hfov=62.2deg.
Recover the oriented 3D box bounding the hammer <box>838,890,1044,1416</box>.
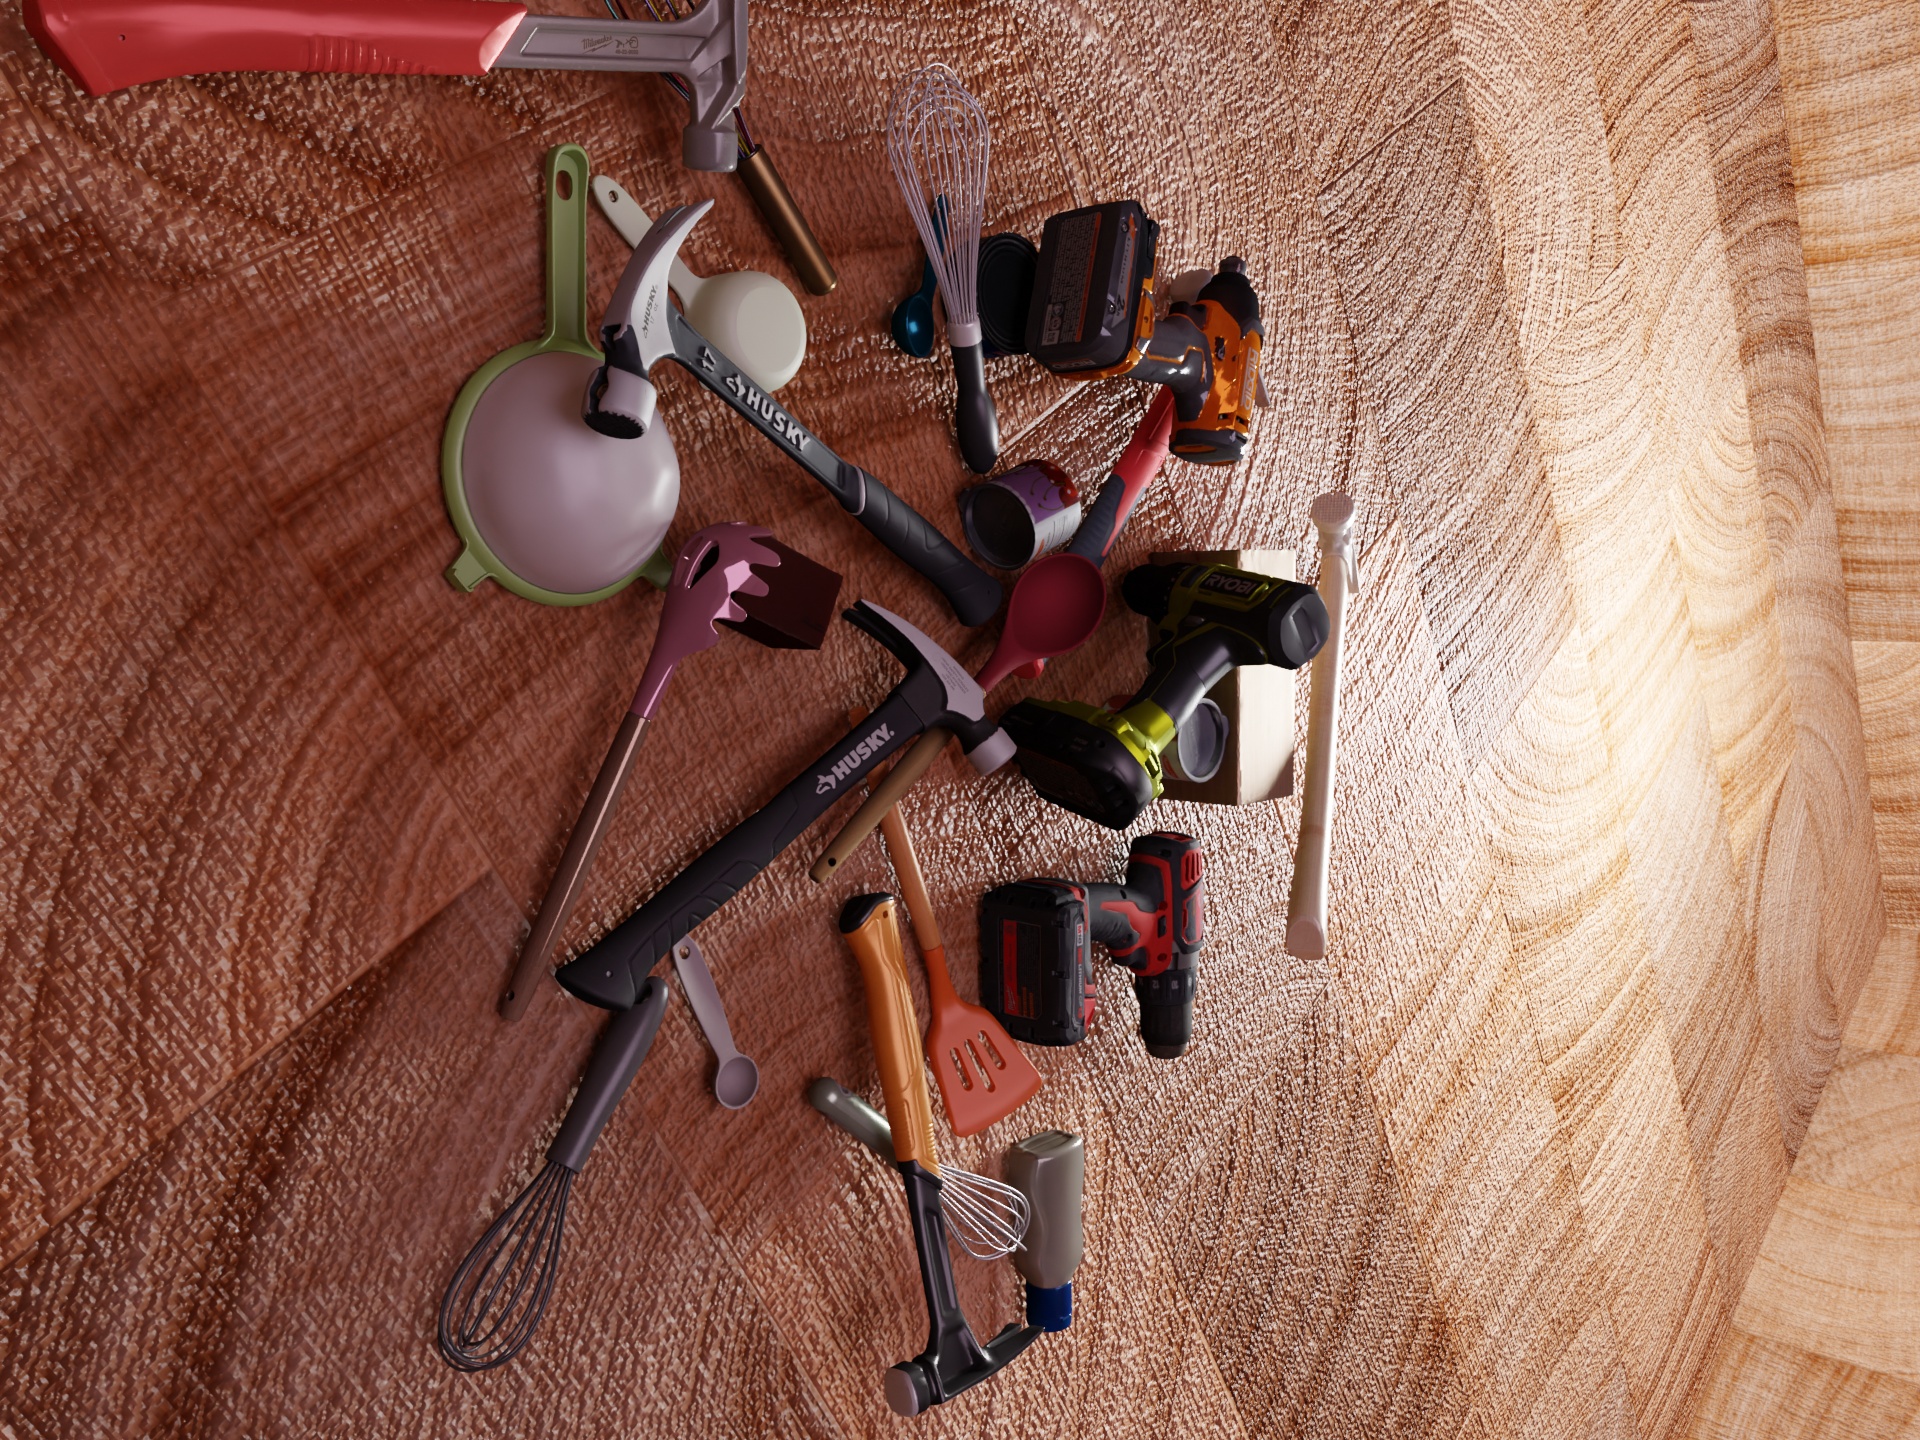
[{"bbox_3d":[-0.026,0.282,1.082,0.127,0.034,0.337,-9,87,-45],"label":"hammer"}]

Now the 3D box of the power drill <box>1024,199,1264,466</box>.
[{"bbox_3d":[0.151,-0.301,1.187,0.226,0.084,0.164,17,80,-48],"label":"power drill"}]

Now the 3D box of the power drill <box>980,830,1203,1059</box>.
[{"bbox_3d":[0.117,0.193,1.250,0.226,0.080,0.188,-8,100,-49],"label":"power drill"}]

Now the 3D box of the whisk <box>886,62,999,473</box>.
[{"bbox_3d":[-0.001,-0.293,1.067,0.070,0.070,0.284,-42,138,-36],"label":"whisk"}]

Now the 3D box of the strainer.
[{"bbox_3d":[-0.203,-0.190,0.879,0.151,0.069,0.256,-5,98,-46],"label":"strainer"}]

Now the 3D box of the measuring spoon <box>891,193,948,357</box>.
[{"bbox_3d":[-0.028,-0.309,1.098,0.042,0.021,0.129,43,52,-59],"label":"measuring spoon"}]

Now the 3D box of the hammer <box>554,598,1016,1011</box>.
[{"bbox_3d":[-0.116,0.059,0.996,0.335,0.035,0.146,-41,97,-29],"label":"hammer"}]

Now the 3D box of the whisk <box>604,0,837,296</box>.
[{"bbox_3d":[-0.140,-0.358,0.955,0.051,0.047,0.244,-57,133,-28],"label":"whisk"}]

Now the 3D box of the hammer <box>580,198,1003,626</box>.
[{"bbox_3d":[-0.078,-0.158,0.991,0.408,0.036,0.149,35,59,-54],"label":"hammer"}]

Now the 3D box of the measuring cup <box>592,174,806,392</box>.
[{"bbox_3d":[-0.153,-0.262,0.949,0.167,0.038,0.083,45,62,-41],"label":"measuring cup"}]

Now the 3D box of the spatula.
[{"bbox_3d":[-0.022,0.139,1.120,0.081,0.041,0.322,-26,111,-26],"label":"spatula"}]

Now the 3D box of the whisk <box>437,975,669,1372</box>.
[{"bbox_3d":[-0.226,0.254,0.911,0.055,0.055,0.239,46,57,-38],"label":"whisk"}]

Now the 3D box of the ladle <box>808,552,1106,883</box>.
[{"bbox_3d":[-0.002,-0.004,1.104,0.069,0.031,0.315,47,64,-12],"label":"ladle"}]

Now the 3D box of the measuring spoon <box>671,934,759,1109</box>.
[{"bbox_3d":[-0.160,0.188,1.001,0.034,0.018,0.124,-30,108,-41],"label":"measuring spoon"}]

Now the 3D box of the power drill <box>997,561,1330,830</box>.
[{"bbox_3d":[0.140,-0.035,1.196,0.228,0.191,0.080,-44,124,-18],"label":"power drill"}]

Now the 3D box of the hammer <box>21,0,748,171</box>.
[{"bbox_3d":[-0.263,-0.350,0.791,0.359,0.037,0.149,-16,119,-38],"label":"hammer"}]

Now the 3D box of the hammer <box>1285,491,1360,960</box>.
[{"bbox_3d":[0.314,0.011,1.374,0.146,0.038,0.411,60,36,-57],"label":"hammer"}]

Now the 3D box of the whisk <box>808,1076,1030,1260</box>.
[{"bbox_3d":[-0.027,0.319,1.128,0.059,0.058,0.246,-48,123,-7],"label":"whisk"}]

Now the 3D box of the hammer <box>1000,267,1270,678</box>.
[{"bbox_3d":[0.140,-0.179,1.268,0.143,0.038,0.386,52,58,-38],"label":"hammer"}]

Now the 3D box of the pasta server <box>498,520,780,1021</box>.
[{"bbox_3d":[-0.190,0.025,0.915,0.040,0.060,0.316,30,81,-55],"label":"pasta server"}]
